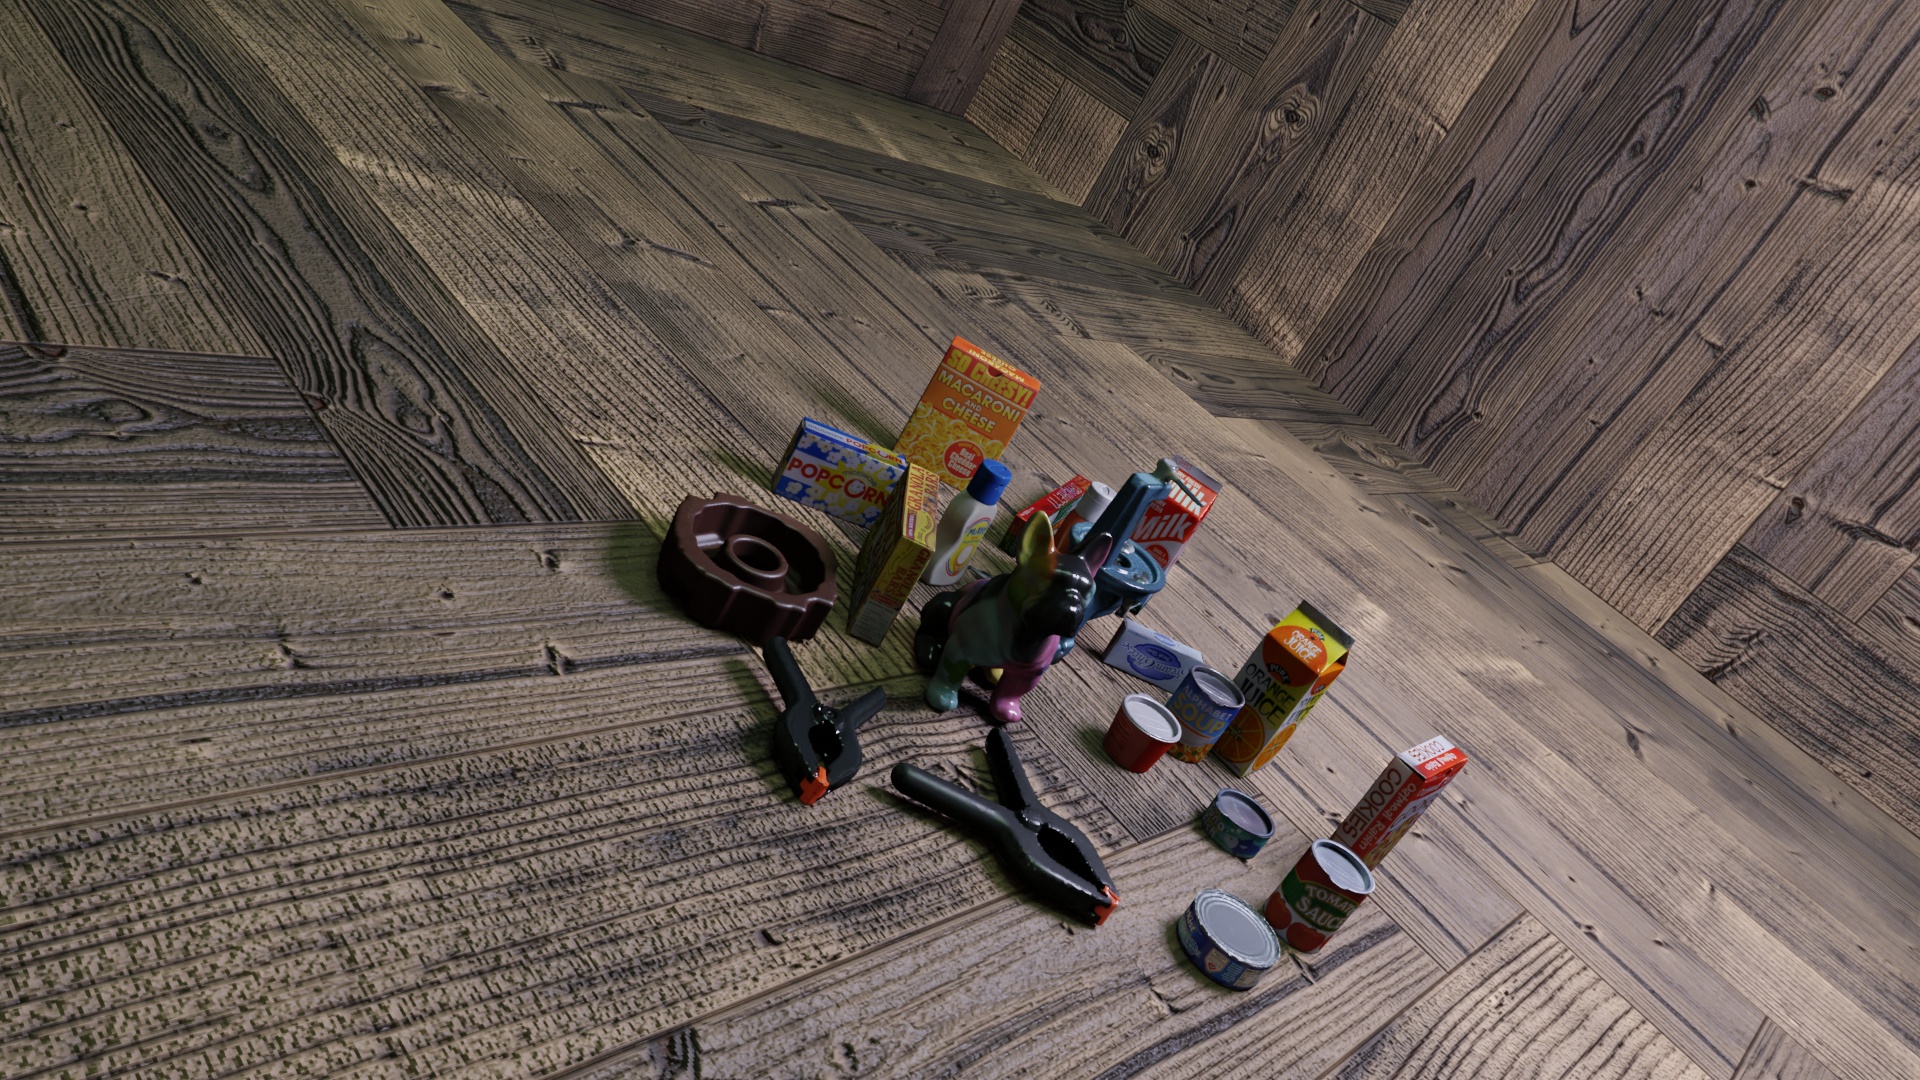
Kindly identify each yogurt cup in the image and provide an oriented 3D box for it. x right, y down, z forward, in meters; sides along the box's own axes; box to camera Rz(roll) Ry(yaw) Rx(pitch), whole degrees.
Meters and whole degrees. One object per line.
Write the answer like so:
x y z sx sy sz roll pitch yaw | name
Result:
0.180 0.196 1.399 0.072 0.053 0.073 25 25 -12 | yogurt cup

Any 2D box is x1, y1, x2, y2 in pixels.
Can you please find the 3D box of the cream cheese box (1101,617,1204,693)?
0.216 0.132 1.563 0.104 0.053 0.024 24 25 -13 | cream cheese box

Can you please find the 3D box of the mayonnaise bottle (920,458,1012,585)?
0.005 -0.019 1.499 0.041 0.147 0.065 43 27 27 | mayonnaise bottle

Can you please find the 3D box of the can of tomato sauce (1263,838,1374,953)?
0.329 0.329 1.279 0.071 0.082 0.071 25 25 -12 | can of tomato sauce

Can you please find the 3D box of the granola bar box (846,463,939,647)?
-0.067 0.011 1.390 0.039 0.123 0.166 25 25 -12 | granola bar box

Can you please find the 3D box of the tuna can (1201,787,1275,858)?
0.272 0.279 1.370 0.071 0.032 0.071 25 25 -12 | tuna can

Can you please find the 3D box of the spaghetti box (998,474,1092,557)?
0.114 -0.034 1.769 0.029 0.050 0.251 36 25 11 | spaghetti box

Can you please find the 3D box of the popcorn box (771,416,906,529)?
-0.133 -0.073 1.523 0.127 0.085 0.038 21 26 -20 | popcorn box

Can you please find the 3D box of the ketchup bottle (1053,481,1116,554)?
0.129 0.001 1.600 0.043 0.148 0.065 29 24 -3 | ketchup bottle

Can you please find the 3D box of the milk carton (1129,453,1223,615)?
0.243 -0.011 1.699 0.072 0.189 0.074 35 24 10 | milk carton

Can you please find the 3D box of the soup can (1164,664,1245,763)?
0.249 0.184 1.463 0.071 0.083 0.072 25 25 -12 | soup can

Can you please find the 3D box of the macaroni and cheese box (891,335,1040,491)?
0.007 -0.152 1.733 0.124 0.165 0.040 28 24 -5 | macaroni and cheese box

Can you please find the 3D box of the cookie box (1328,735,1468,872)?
0.424 0.275 1.385 0.040 0.166 0.123 44 27 27 | cookie box

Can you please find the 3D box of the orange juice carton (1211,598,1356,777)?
0.341 0.157 1.488 0.072 0.191 0.073 43 27 27 | orange juice carton
